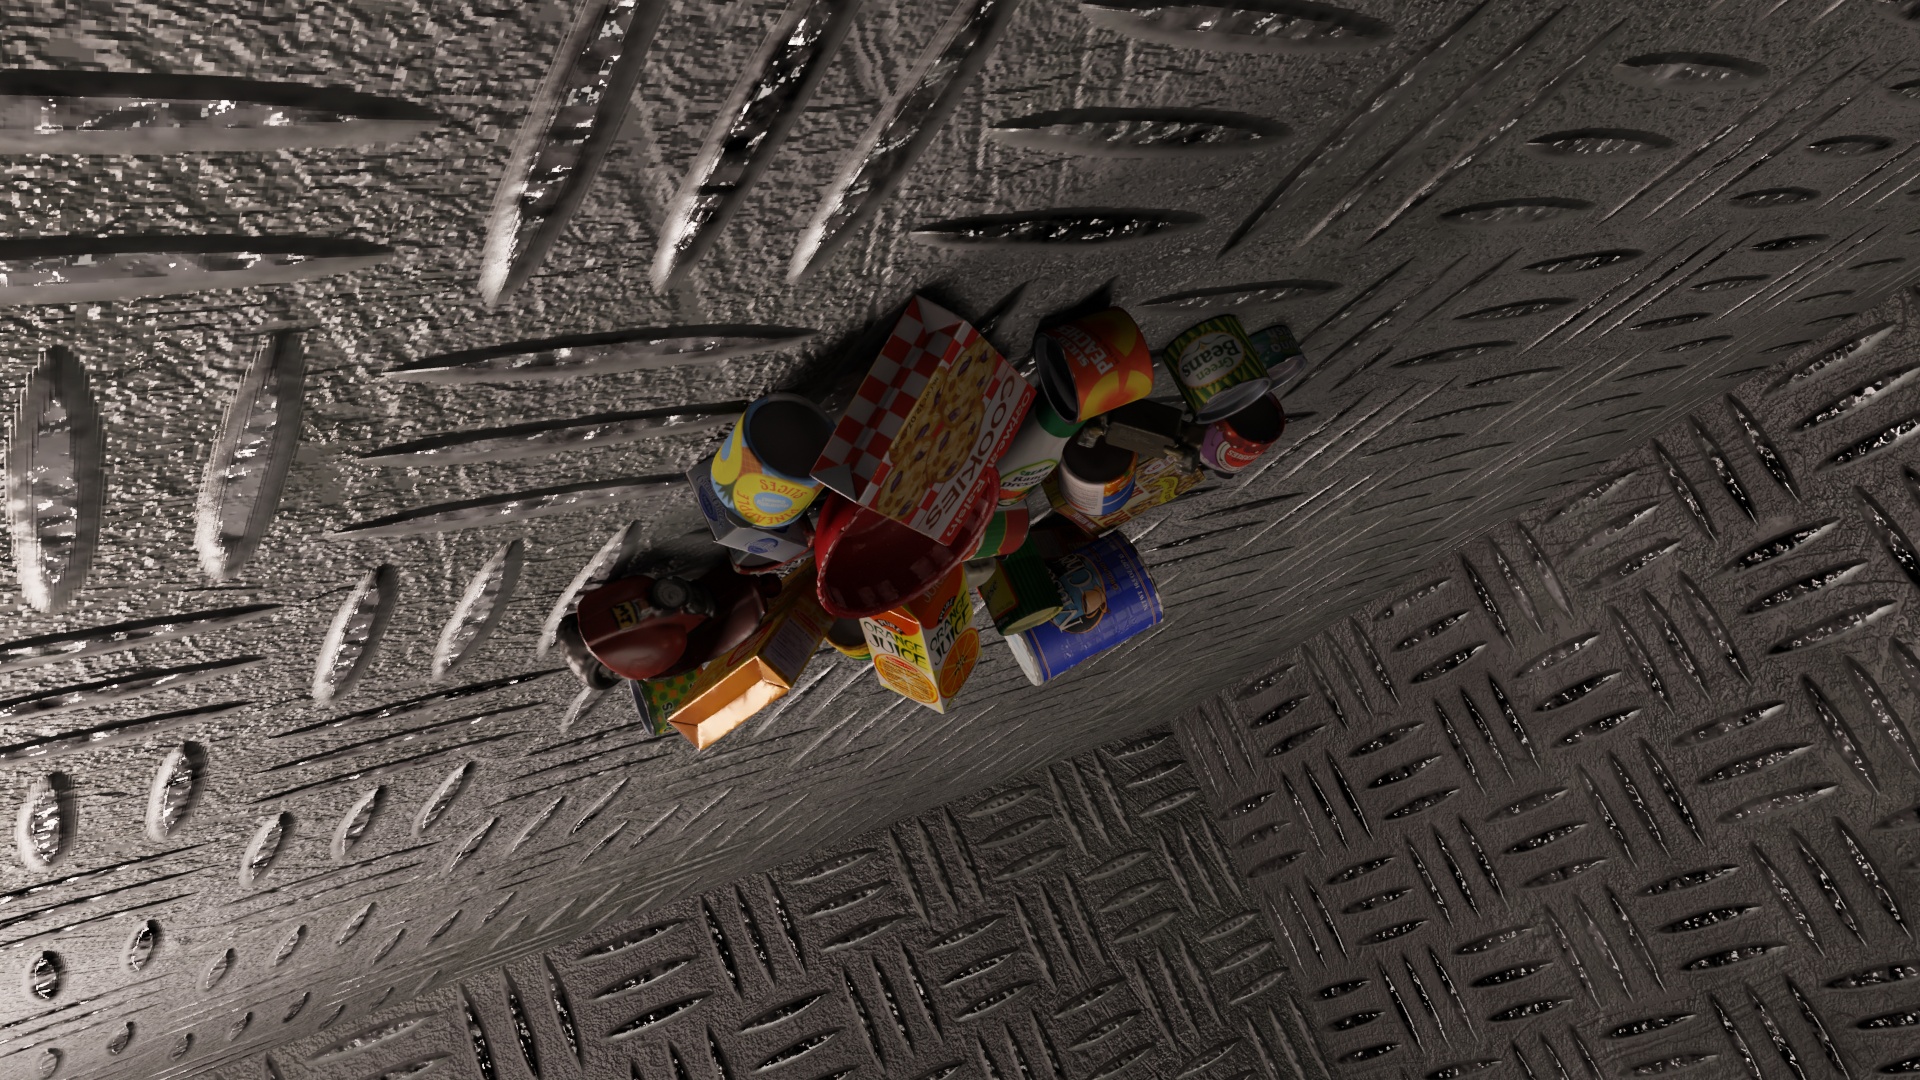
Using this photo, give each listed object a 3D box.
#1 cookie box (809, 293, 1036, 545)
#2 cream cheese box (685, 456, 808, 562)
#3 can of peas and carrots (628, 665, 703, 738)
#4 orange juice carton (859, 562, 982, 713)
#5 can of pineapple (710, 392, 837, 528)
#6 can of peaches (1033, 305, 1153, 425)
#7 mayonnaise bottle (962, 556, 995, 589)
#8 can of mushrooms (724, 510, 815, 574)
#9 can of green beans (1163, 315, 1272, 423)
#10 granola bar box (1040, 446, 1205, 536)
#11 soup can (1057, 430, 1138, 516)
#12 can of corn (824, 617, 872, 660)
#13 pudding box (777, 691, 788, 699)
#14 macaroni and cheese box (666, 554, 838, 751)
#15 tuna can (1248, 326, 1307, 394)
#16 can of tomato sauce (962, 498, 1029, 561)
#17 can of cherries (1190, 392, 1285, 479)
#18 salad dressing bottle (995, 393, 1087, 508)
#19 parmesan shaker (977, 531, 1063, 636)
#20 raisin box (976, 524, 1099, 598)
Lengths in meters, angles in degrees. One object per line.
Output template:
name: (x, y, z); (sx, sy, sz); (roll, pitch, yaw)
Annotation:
cookie box: (-0.016, -0.068, 0.871); (0.123, 0.040, 0.167); (-60, 160, 1)
cream cheese box: (-0.142, -0.019, 0.929); (0.024, 0.053, 0.104); (-30, 164, 12)
can of peas and carrots: (-0.257, 0.136, 1.233); (0.059, 0.071, 0.070); (-19, 163, -22)
orange juice carton: (-0.039, 0.063, 1.209); (0.072, 0.073, 0.191); (-55, 152, -29)
can of pineapple: (-0.113, -0.047, 0.850); (0.071, 0.071, 0.057); (-13, 159, -37)
can of peaches: (0.089, -0.119, 0.929); (0.058, 0.071, 0.071); (-21, 164, -12)
mayonnaise bottle: (-0.016, 0.029, 1.269); (0.041, 0.065, 0.147); (-13, 165, -26)
can of mushrooms: (-0.140, -0.004, 1.020); (0.071, 0.033, 0.071); (-23, 164, -7)
can of green beans: (0.197, -0.131, 1.067); (0.071, 0.058, 0.071); (-23, 164, -7)
granola bar box: (0.152, -0.057, 1.277); (0.124, 0.039, 0.165); (-28, 164, 12)
soup can: (0.114, -0.065, 1.149); (0.071, 0.071, 0.083); (-24, 164, -2)
can of corn: (-0.097, 0.075, 1.288); (0.071, 0.071, 0.058); (-25, 164, 2)
pudding box: (-0.186, 0.103, 1.209); (0.050, 0.084, 0.030); (-21, 167, -15)
macaroni and cheese box: (-0.150, 0.079, 1.112); (0.123, 0.040, 0.167); (-35, -165, 35)
tuna can: (0.250, -0.147, 1.143); (0.071, 0.033, 0.071); (-23, 165, -7)
can of tomato sauce: (0.004, -0.014, 1.138); (0.083, 0.071, 0.071); (-8, 157, -44)
can of cherries: (0.244, -0.098, 1.223); (0.072, 0.071, 0.058); (-16, 162, -28)
salad dressing bottle: (0.057, -0.076, 1.062); (0.064, 0.044, 0.147); (-10, 159, -30)
parmesan shaker: (0.045, 0.027, 1.272); (0.071, 0.103, 0.071); (-23, 164, -7)
raisin box: (0.080, 0.021, 1.426); (0.085, 0.040, 0.124); (-36, 161, 33)
